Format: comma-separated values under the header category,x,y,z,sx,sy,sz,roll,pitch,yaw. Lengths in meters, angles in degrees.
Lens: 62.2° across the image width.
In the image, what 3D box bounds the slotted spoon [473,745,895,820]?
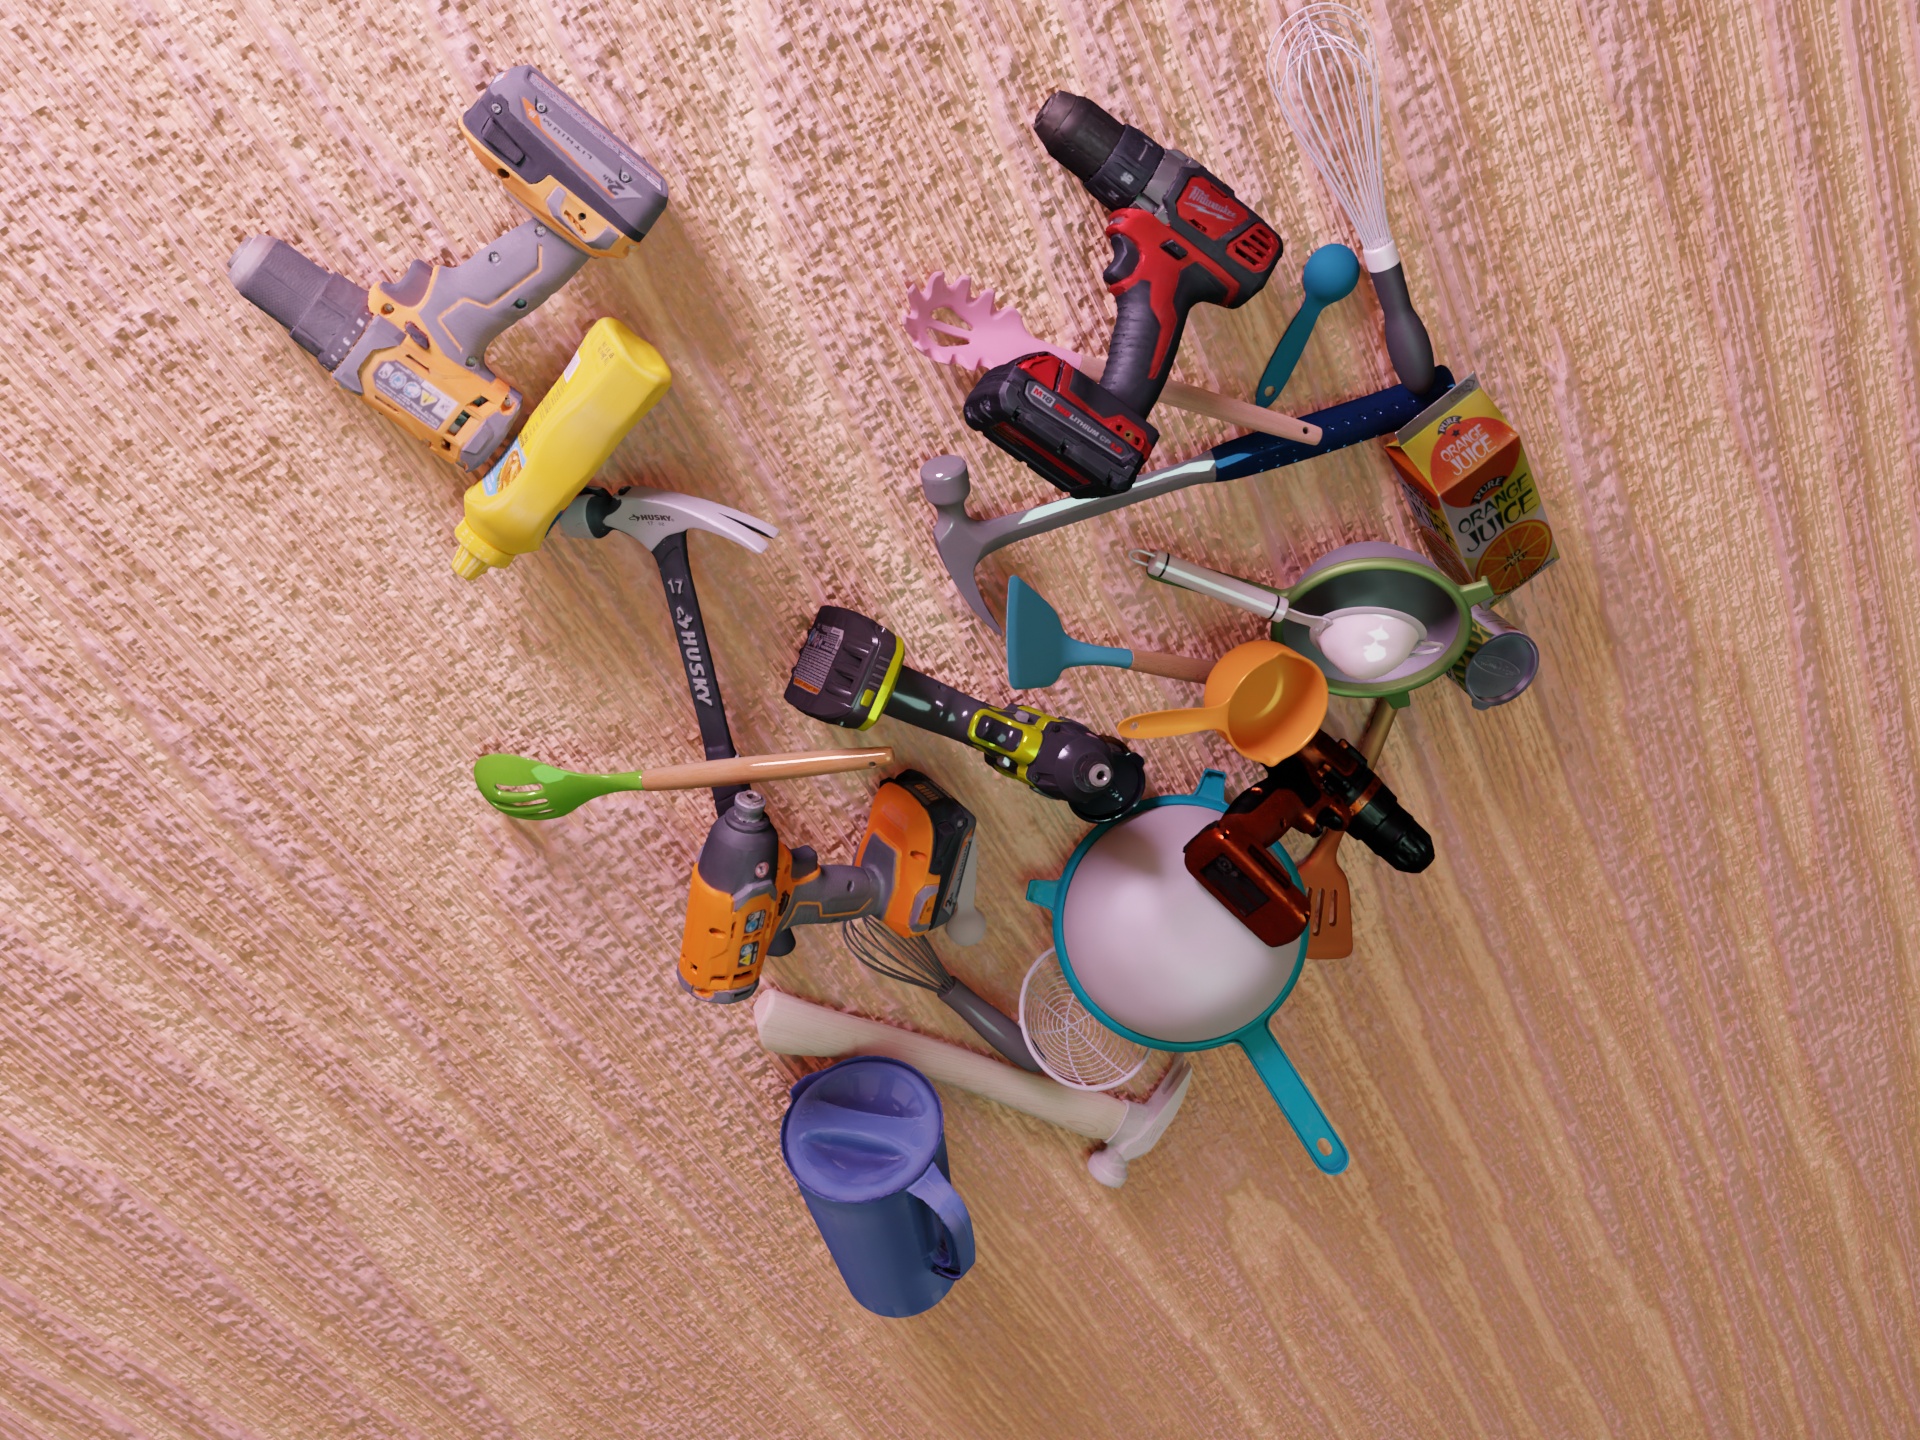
category,x,y,z,sx,sy,sz,roll,pitch,yaw
slotted spoon,-0.200,0.039,1.129,0.314,0.031,0.070,-6,137,10

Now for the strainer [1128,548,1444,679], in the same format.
category,x,y,z,sx,sy,sz,roll,pitch,yaw
strainer,0.243,-0.078,1.186,0.258,0.050,0.087,20,153,-8

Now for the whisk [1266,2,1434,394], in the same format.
category,x,y,z,sx,sy,sz,roll,pitch,yaw
whisk,0.281,-0.350,1.093,0.070,0.070,0.284,-28,119,0

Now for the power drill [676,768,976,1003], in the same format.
category,x,y,z,sx,sy,sz,roll,pitch,yaw
power drill,-0.099,0.107,1.175,0.226,0.084,0.164,-13,128,-40

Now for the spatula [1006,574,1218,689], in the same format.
category,x,y,z,sx,sy,sz,roll,pitch,yaw
spatula,0.155,-0.044,1.213,0.317,0.044,0.082,7,77,-32

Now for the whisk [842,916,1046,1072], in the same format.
category,x,y,z,sx,sy,sz,roll,pitch,yaw
whisk,-0.010,0.224,1.320,0.055,0.055,0.238,-44,113,9

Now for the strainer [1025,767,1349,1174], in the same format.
category,x,y,z,sx,sy,sz,roll,pitch,yaw
strainer,0.214,0.218,1.264,0.211,0.095,0.340,-32,84,0

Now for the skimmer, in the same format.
category,x,y,z,sx,sy,sz,roll,pitch,yaw
skimmer,0.196,0.156,1.331,0.127,0.090,0.363,43,99,0

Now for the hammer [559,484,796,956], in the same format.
category,x,y,z,sx,sy,sz,roll,pitch,yaw
hammer,-0.172,0.016,1.161,0.149,0.036,0.408,5,127,19

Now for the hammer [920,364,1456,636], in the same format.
category,x,y,z,sx,sy,sz,roll,pitch,yaw
hammer,0.175,-0.180,1.174,0.405,0.035,0.144,-18,126,-7

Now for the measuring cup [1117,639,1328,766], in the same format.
category,x,y,z,sx,sy,sz,roll,pitch,yaw
measuring cup,0.190,-0.013,1.203,0.173,0.052,0.095,-7,115,-16

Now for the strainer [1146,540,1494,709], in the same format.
category,x,y,z,sx,sy,sz,roll,pitch,yaw
strainer,0.267,-0.103,1.234,0.256,0.069,0.151,15,139,-6

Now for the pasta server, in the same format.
category,x,y,z,sx,sy,sz,roll,pitch,yaw
pasta server,0.109,-0.240,1.102,0.316,0.040,0.060,14,91,-12

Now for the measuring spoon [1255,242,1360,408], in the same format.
category,x,y,z,sx,sy,sz,roll,pitch,yaw
measuring spoon,0.251,-0.282,1.152,0.042,0.021,0.128,16,113,-23

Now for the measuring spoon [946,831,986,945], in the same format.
category,x,y,z,sx,sy,sz,roll,pitch,yaw
measuring spoon,0.005,0.136,1.308,0.034,0.018,0.124,-8,118,-11

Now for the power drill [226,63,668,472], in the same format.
category,x,y,z,sx,sy,sz,roll,pitch,yaw
power drill,-0.310,-0.286,0.963,0.185,0.084,0.226,36,108,-27

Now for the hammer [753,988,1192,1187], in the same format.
category,x,y,z,sx,sy,sz,roll,pitch,yaw
hammer,0.013,0.300,1.388,0.410,0.038,0.146,23,108,-25

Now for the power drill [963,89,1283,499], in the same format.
category,x,y,z,sx,sy,sz,roll,pitch,yaw
power drill,0.090,-0.280,1.044,0.187,0.080,0.227,32,83,-16

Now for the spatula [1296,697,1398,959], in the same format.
category,x,y,z,sx,sy,sz,roll,pitch,yaw
spatula,0.342,0.057,1.349,0.081,0.041,0.322,7,114,-18

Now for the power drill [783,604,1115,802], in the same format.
category,x,y,z,sx,sy,sz,roll,pitch,yaw
power drill,-0.002,-0.004,1.146,0.223,0.171,0.080,22,90,-20
